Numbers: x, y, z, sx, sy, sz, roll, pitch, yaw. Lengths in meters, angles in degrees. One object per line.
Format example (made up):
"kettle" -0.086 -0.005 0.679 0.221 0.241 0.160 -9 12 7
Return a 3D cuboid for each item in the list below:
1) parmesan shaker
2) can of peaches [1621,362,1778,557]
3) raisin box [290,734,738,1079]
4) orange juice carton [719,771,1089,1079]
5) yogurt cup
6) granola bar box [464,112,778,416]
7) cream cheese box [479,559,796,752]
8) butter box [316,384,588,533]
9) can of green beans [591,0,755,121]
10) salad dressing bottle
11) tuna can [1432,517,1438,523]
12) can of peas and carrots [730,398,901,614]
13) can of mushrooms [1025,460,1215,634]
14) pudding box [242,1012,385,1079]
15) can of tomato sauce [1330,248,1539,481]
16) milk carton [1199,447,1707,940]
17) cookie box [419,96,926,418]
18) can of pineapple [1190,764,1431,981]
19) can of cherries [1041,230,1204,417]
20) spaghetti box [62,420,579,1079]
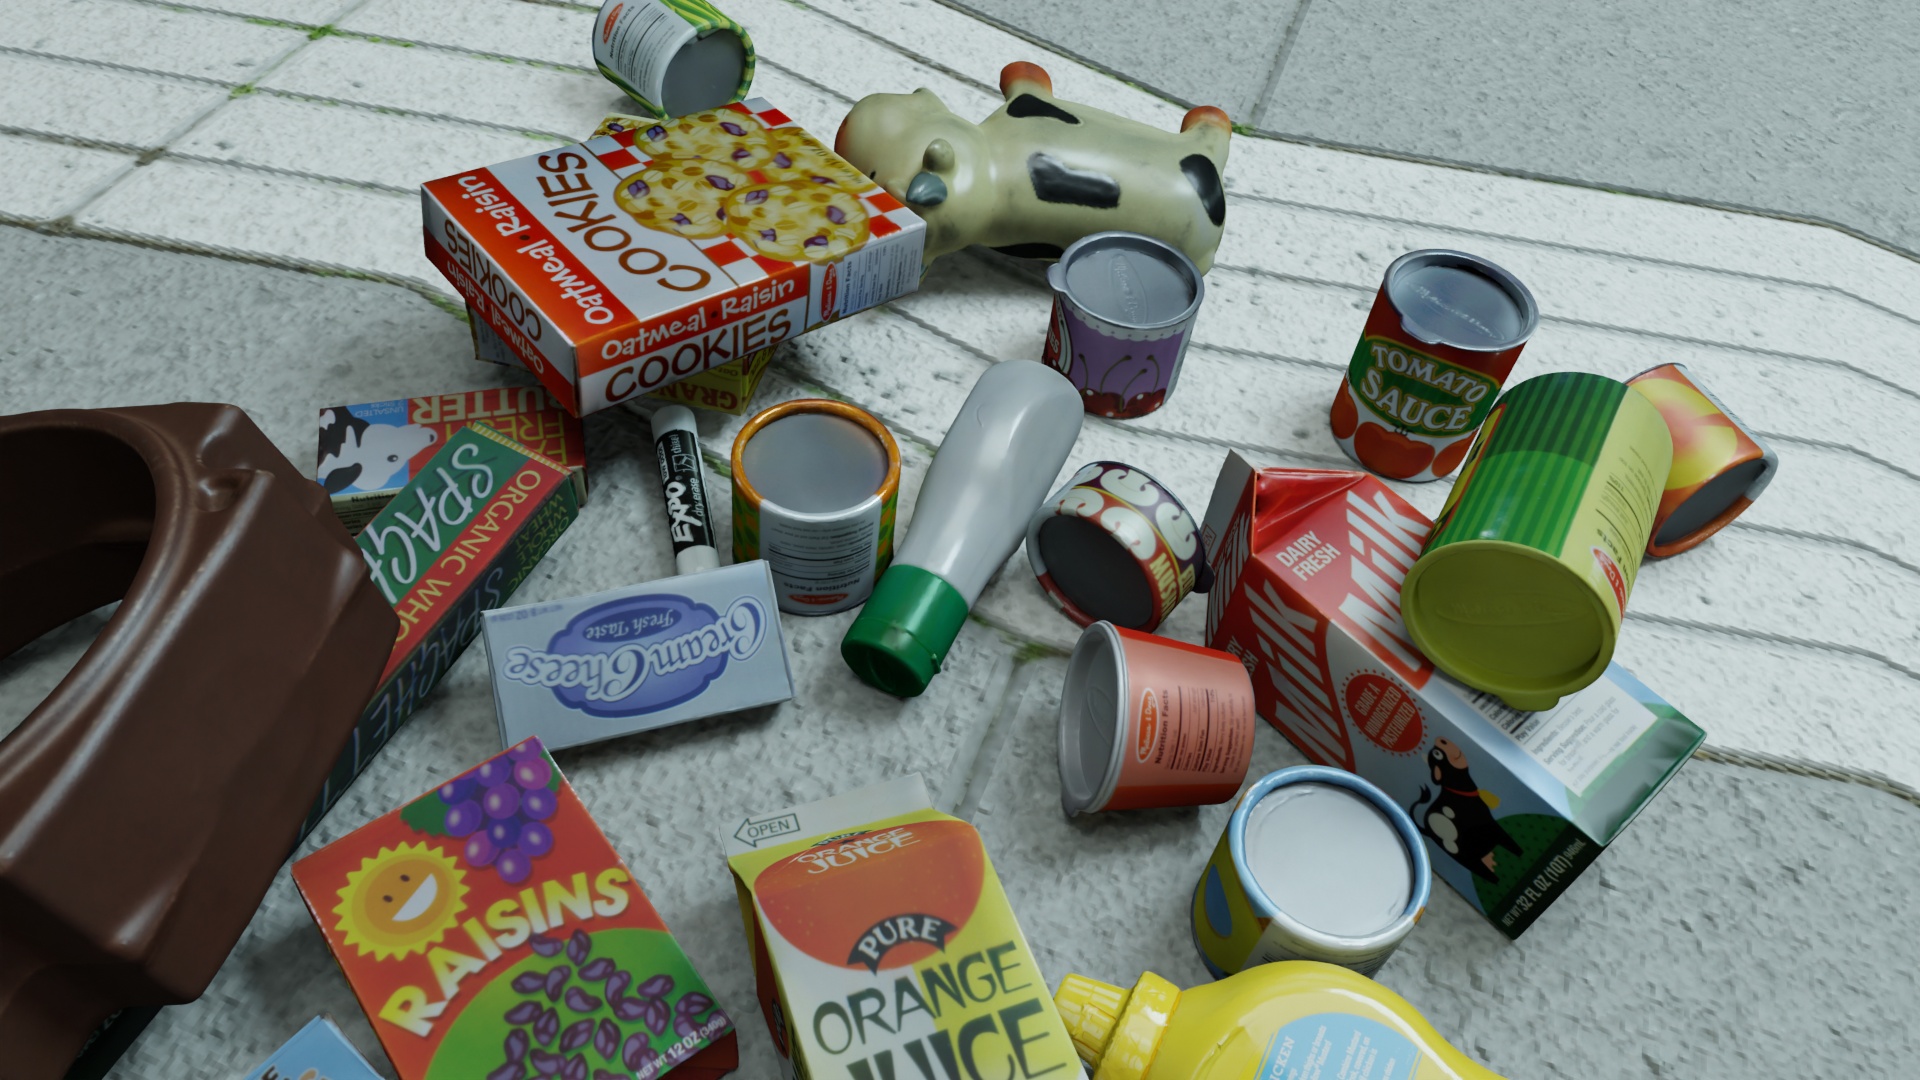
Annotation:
"parmesan shaker" 0.200 -0.002 0.477 0.071 0.071 0.103 27 49 15
"can of peaches" 0.309 -0.033 0.610 0.071 0.070 0.058 -17 54 -20
"raisin box" -0.137 0.132 0.429 0.086 0.039 0.123 -29 60 -27
"orange juice carton" -0.010 0.155 0.403 0.072 0.072 0.193 -14 53 -18
"yogurt cup" 0.070 0.065 0.498 0.054 0.072 0.073 7 49 -12
"granola bar box" -0.134 -0.135 0.646 0.124 0.038 0.166 13 45 3
"cream cheese box" -0.116 0.042 0.501 0.104 0.024 0.053 -11 89 -16
"butter box" -0.207 -0.035 0.571 0.104 0.024 0.053 -8 52 -14
"can of green beans" -0.152 -0.259 0.740 0.071 0.071 0.058 -33 62 -30
"salad dressing bottle" 0.002 -0.007 0.553 0.044 0.064 0.148 16 57 21
"tuna can" 0.217 0.024 0.570 0.071 0.032 0.071 4 50 -4
"can of peas and carrots" -0.058 -0.016 0.551 0.071 0.058 0.071 4 50 -5
"can of mushrooms" 0.062 0.006 0.543 0.071 0.070 0.033 34 55 20
"pudding box" -0.195 0.175 0.378 0.030 0.049 0.084 35 54 19
"can of tomato sauce" 0.208 -0.076 0.620 0.071 0.082 0.071 4 50 -4
"milk carton" 0.162 0.045 0.520 0.074 0.072 0.191 -31 61 -29
"cookie box" -0.119 -0.125 0.583 0.168 0.040 0.123 -27 56 -32
"can of pineapple" 0.115 0.115 0.463 0.071 0.057 0.071 4 50 -4
"can of cherries" 0.071 -0.099 0.639 0.071 0.058 0.072 4 51 -4
"spaghetti box" -0.223 0.059 0.470 0.050 0.028 0.251 25 57 12
